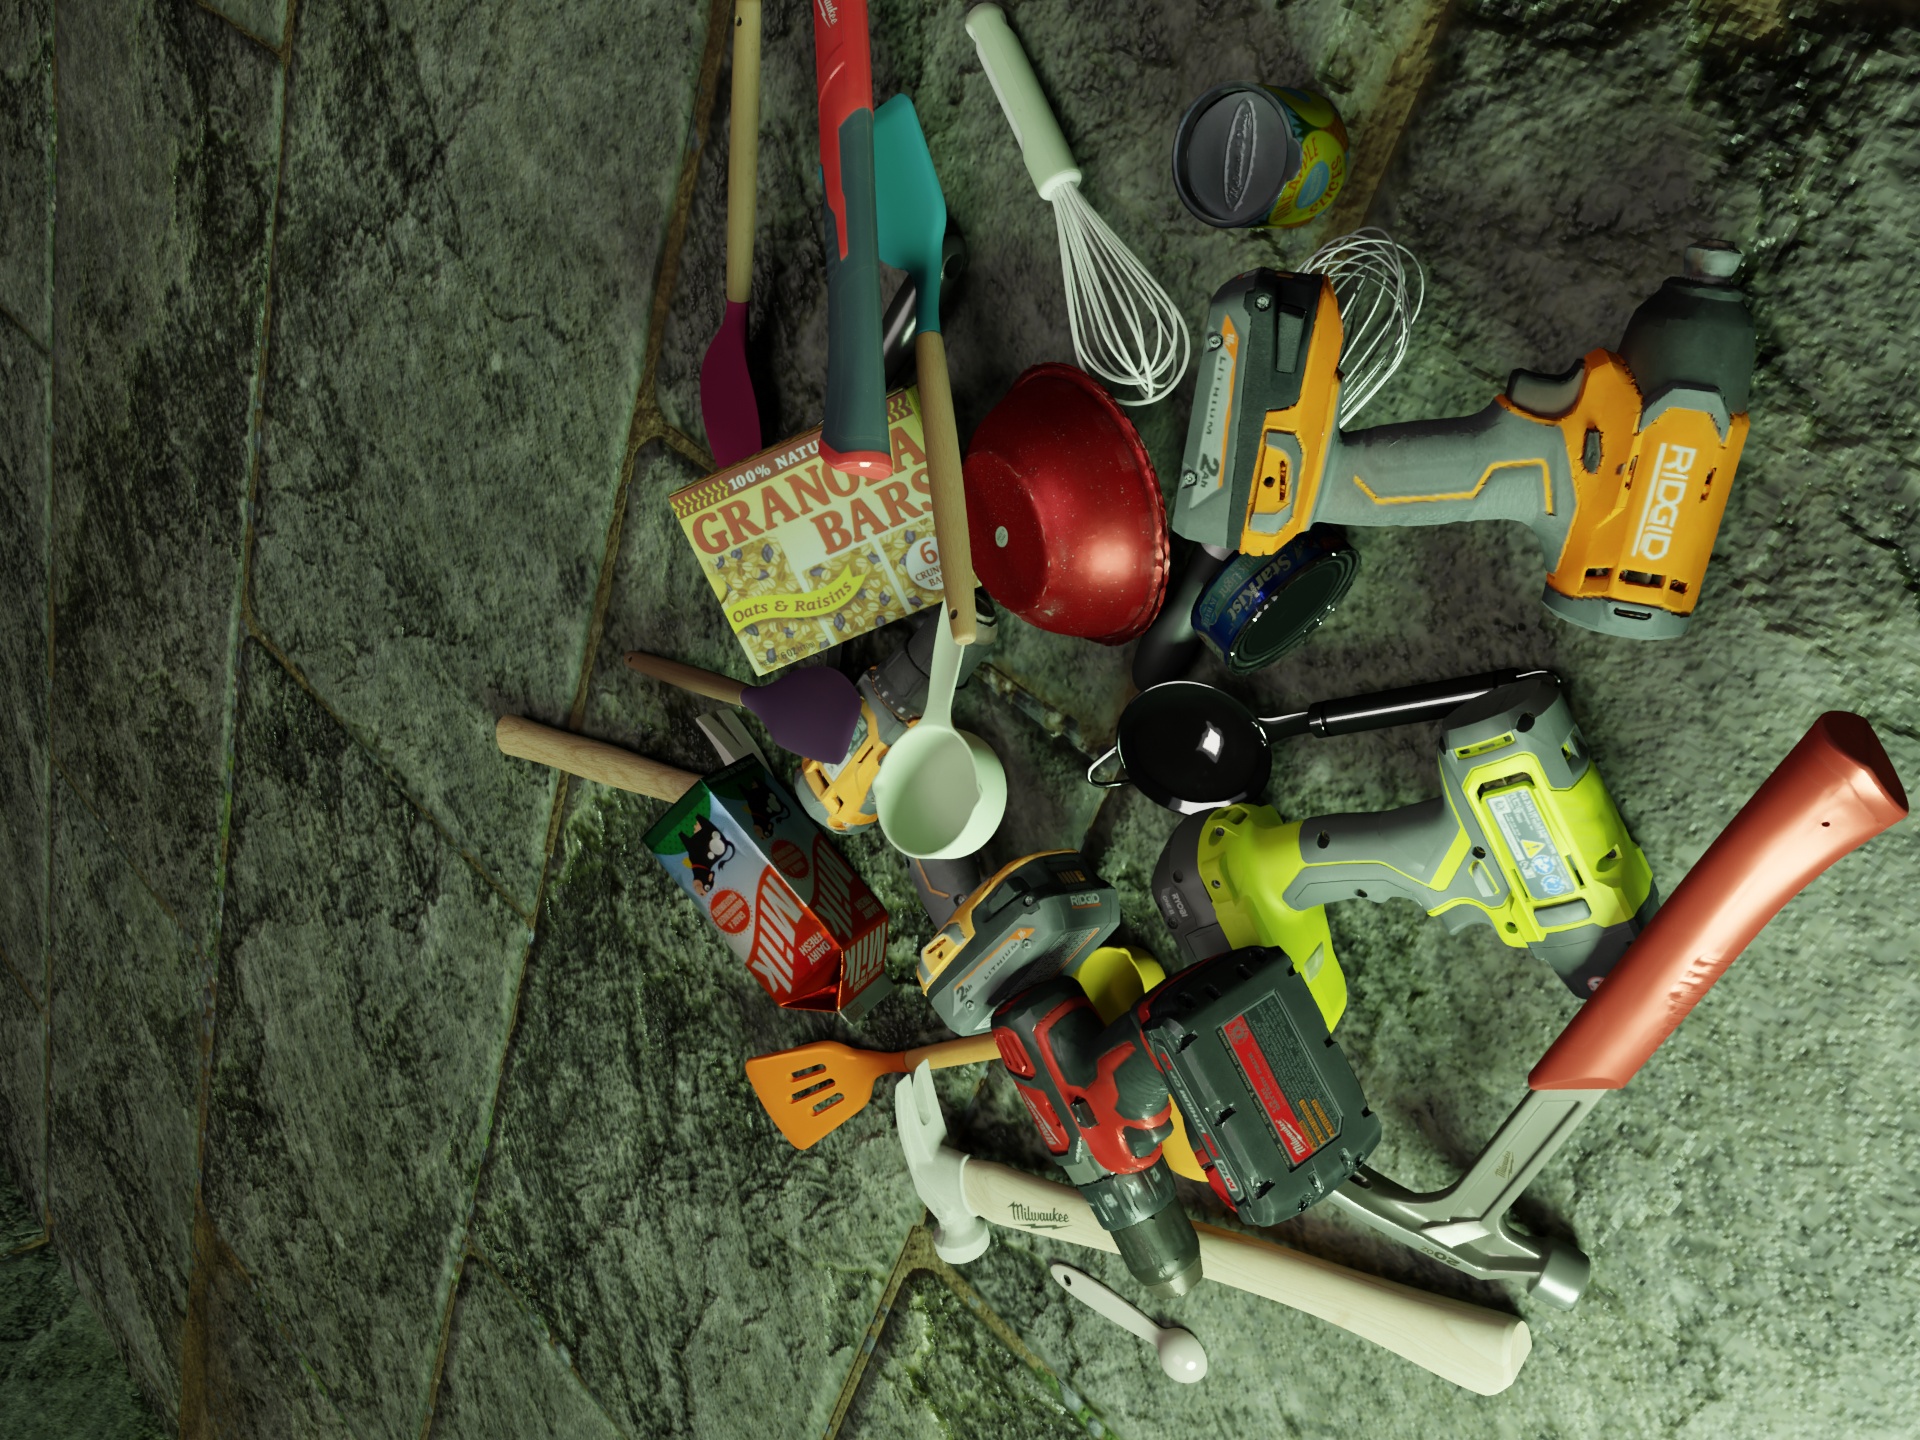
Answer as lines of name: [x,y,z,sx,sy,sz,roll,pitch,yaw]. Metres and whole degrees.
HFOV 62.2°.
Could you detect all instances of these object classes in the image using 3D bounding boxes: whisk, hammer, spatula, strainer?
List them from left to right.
hammer: [-0.258,0.037,1.238,0.331,0.031,0.130,13,111,39]
spatula: [-0.158,-0.023,1.099,0.316,0.018,0.060,15,86,51]
whisk: [-0.065,-0.195,0.972,0.055,0.055,0.239,47,118,22]
hammer: [-0.052,-0.325,0.874,0.143,0.038,0.386,-12,78,43]
spatula: [-0.024,-0.190,0.875,0.082,0.044,0.318,-26,63,41]
spatula: [-0.021,0.233,1.074,0.322,0.041,0.081,-22,102,42]
whisk: [0.056,-0.280,0.854,0.059,0.057,0.246,-24,80,9]
hammer: [0.129,0.305,0.949,0.411,0.038,0.146,4,117,40]
whisk: [0.150,-0.118,0.810,0.070,0.070,0.284,44,132,24]
strainer: [0.182,0.001,0.825,0.258,0.050,0.086,-11,116,38]
hammer: [0.283,0.133,0.708,0.149,0.037,0.358,26,130,9]

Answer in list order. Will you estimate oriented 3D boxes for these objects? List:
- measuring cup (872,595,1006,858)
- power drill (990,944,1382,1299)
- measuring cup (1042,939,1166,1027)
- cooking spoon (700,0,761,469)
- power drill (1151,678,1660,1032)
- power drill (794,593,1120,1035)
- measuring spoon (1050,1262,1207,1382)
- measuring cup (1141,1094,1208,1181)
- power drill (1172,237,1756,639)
measuring cup: [-0.001,-0.003,0.907,0.083,0.038,0.167,4,82,40]
power drill: [0.113,0.215,0.827,0.188,0.080,0.226,63,151,4]
measuring cup: [0.069,0.143,0.983,0.157,0.029,0.062,33,115,45]
cooking spoon: [-0.139,-0.291,1.007,0.069,0.017,0.318,38,137,32]
power drill: [0.221,0.092,0.787,0.223,0.080,0.171,-22,98,40]
power drill: [0.003,0.051,0.967,0.185,0.084,0.226,-52,58,29]
measuring spoon: [0.103,0.386,1.022,0.124,0.018,0.034,23,117,37]
measuring cup: [0.109,0.224,0.944,0.174,0.052,0.095,-6,98,41]
power drill: [0.216,-0.134,0.682,0.226,0.084,0.164,11,112,9]
